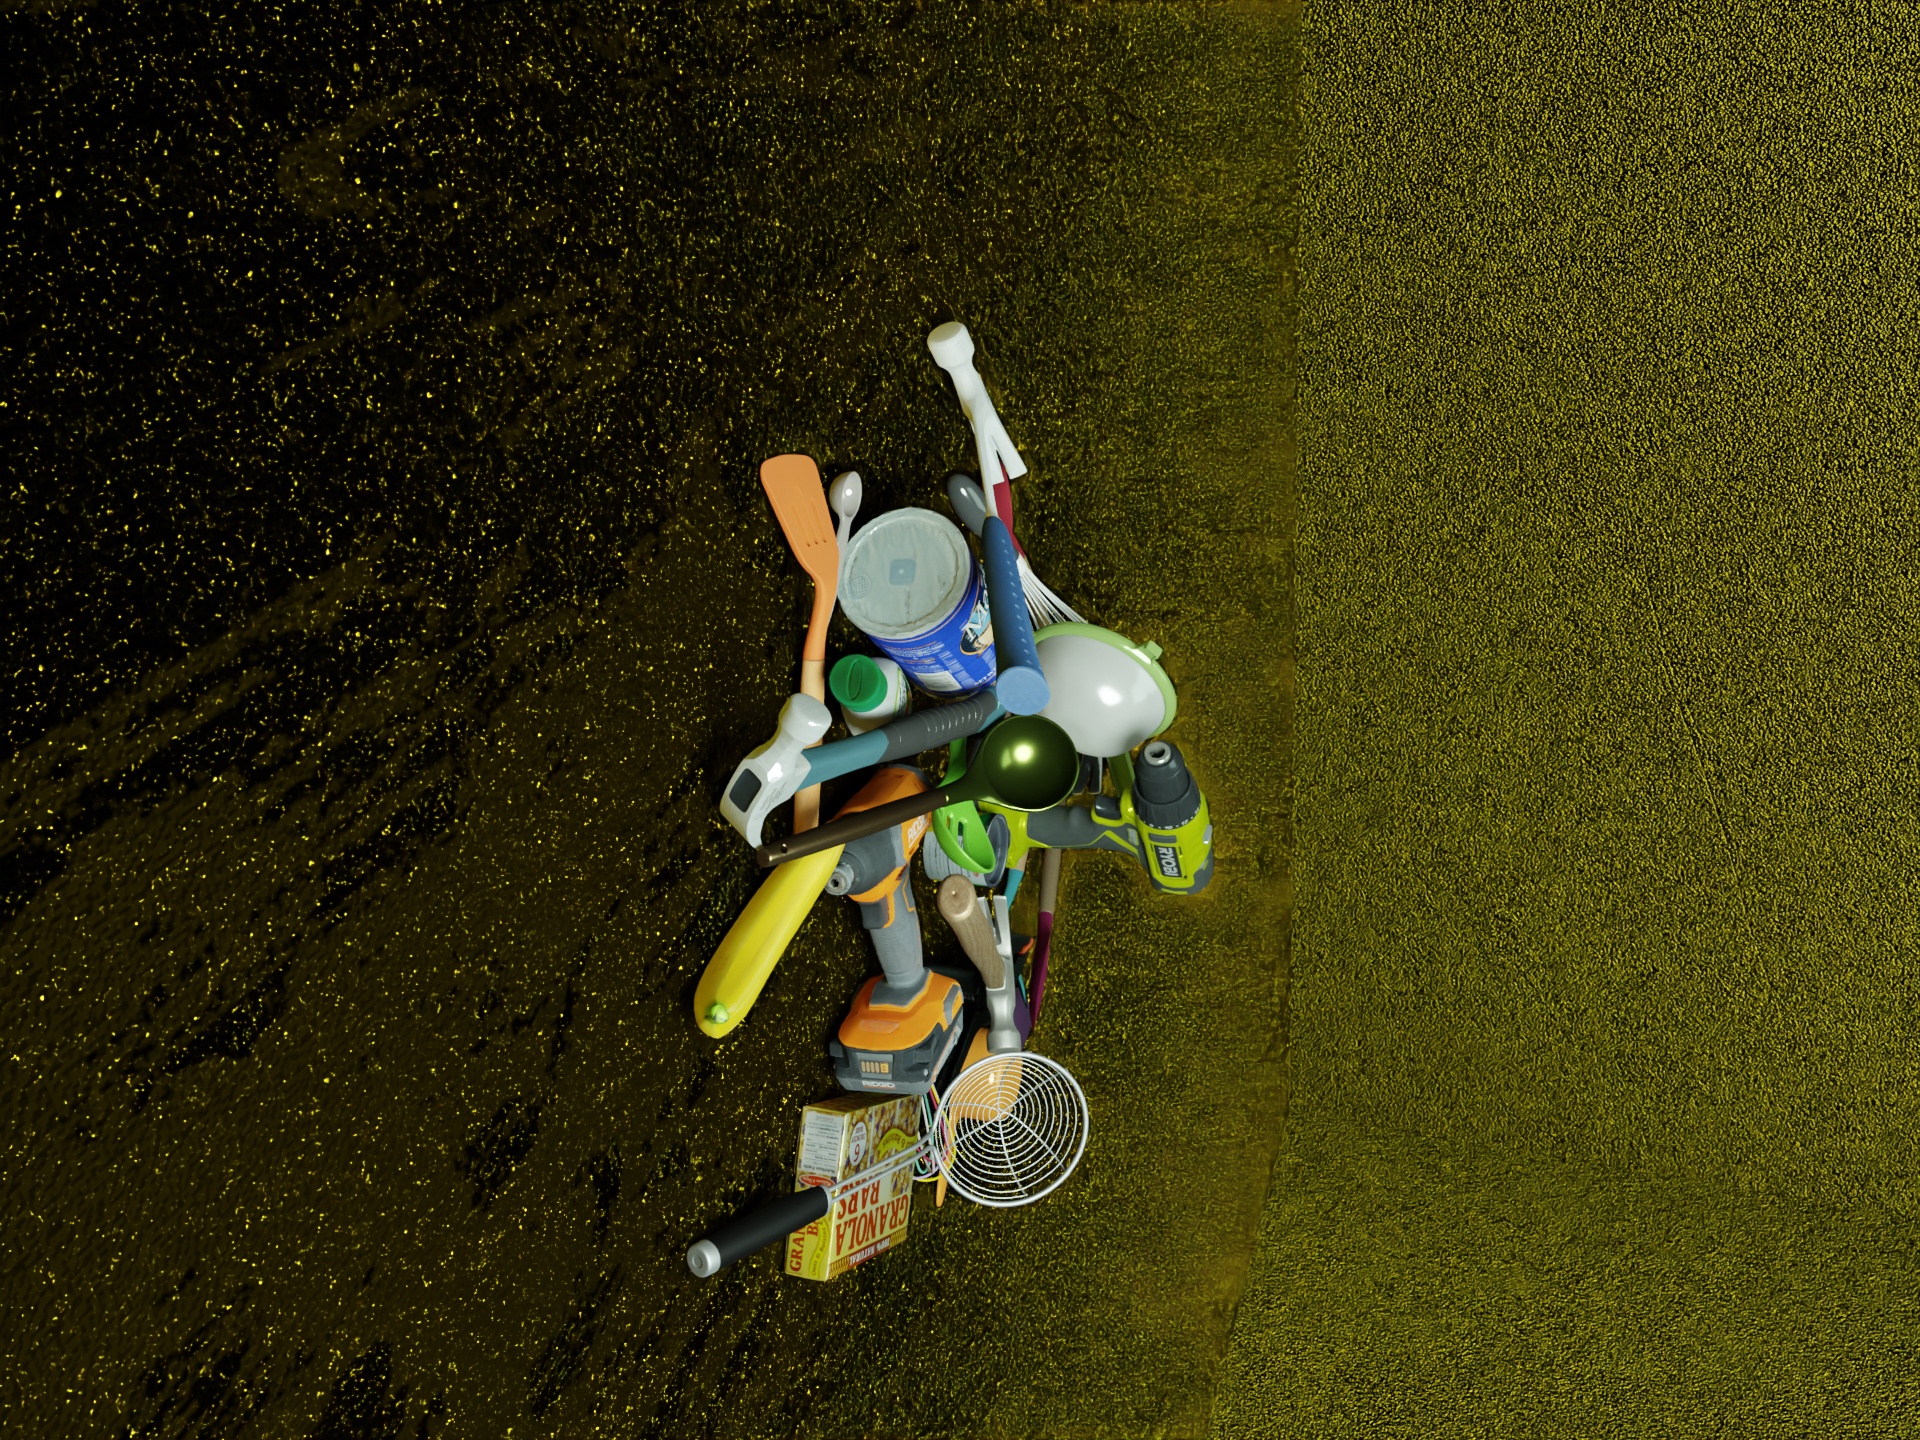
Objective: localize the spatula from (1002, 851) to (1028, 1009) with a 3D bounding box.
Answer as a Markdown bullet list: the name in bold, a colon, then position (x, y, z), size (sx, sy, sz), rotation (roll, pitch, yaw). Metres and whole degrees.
- **spatula**: position (0.072, 0.131, 1.616), size (0.082, 0.044, 0.318), rotation (77, 23, -68)

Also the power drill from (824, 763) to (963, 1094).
- **power drill**: position (-0.059, 0.165, 1.204), size (0.164, 0.084, 0.226), rotation (-48, 135, -66)

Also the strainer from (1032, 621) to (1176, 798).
- **strainer**: position (0.126, 0.022, 1.465), size (0.069, 0.151, 0.256), rotation (-58, 144, -33)

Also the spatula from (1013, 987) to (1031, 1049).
- **spatula**: position (0.034, 0.261, 1.580), size (0.315, 0.018, 0.060), rotation (66, 41, -55)

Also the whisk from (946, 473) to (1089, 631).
- **whisk**: position (0.063, -0.120, 1.442), size (0.284, 0.070, 0.070), rotation (53, 44, -38)

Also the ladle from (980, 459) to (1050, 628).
- **ladle**: position (0.061, -0.146, 1.540), size (0.315, 0.031, 0.069), rotation (62, 13, -60)

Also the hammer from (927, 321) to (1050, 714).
- **hammer**: position (0.028, -0.145, 1.192), size (0.406, 0.035, 0.143), rotation (-97, 163, -49)

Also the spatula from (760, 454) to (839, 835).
- **spatula**: position (-0.112, -0.021, 1.109), size (0.081, 0.041, 0.322), rotation (-32, 129, -66)

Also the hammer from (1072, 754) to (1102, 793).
- **hammer**: position (0.076, -0.036, 1.568), size (0.408, 0.036, 0.149), rotation (34, 56, -64)

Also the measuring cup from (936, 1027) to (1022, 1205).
- **measuring cup**: position (0.018, 0.378, 1.512), size (0.095, 0.052, 0.174), rotation (62, 36, -57)

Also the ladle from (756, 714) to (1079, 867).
- **ladle**: position (-0.023, 0.055, 1.127), size (0.320, 0.062, 0.078), rotation (-16, 75, -52)

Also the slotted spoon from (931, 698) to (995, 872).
- **slotted spoon**: position (-0.002, -0.004, 1.284), size (0.070, 0.031, 0.314), rotation (40, 34, -37)

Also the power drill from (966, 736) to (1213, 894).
- **power drill**: position (0.111, 0.076, 1.435), size (0.190, 0.228, 0.080), rotation (69, 32, -50)

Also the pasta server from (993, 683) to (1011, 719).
- **pasta server**: position (0.042, 0.007, 1.479), size (0.316, 0.060, 0.040), rotation (77, -5, -57)

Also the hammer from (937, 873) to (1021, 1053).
- **hammer**: position (0.016, 0.179, 1.286), size (0.331, 0.031, 0.130), rotation (71, 14, -68)

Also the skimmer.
- **skimmer**: position (-0.040, 0.336, 1.162), size (0.363, 0.090, 0.127), rotation (-9, 100, -53)

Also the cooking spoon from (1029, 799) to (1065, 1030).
- **cooking spoon**: position (0.089, 0.181, 1.631), size (0.319, 0.017, 0.068), rotation (-79, 173, -47)

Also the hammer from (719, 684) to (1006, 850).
- **hammer**: position (-0.053, 0.015, 1.108), size (0.128, 0.033, 0.331), rotation (-52, 164, 25)

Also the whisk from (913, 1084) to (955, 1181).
- **whisk**: position (-0.038, 0.285, 1.354), size (0.051, 0.047, 0.245), rotation (-33, 122, -55)

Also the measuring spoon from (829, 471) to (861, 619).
- **measuring spoon**: position (-0.095, -0.119, 1.147), size (0.034, 0.018, 0.124), rotation (12, 91, -72)
